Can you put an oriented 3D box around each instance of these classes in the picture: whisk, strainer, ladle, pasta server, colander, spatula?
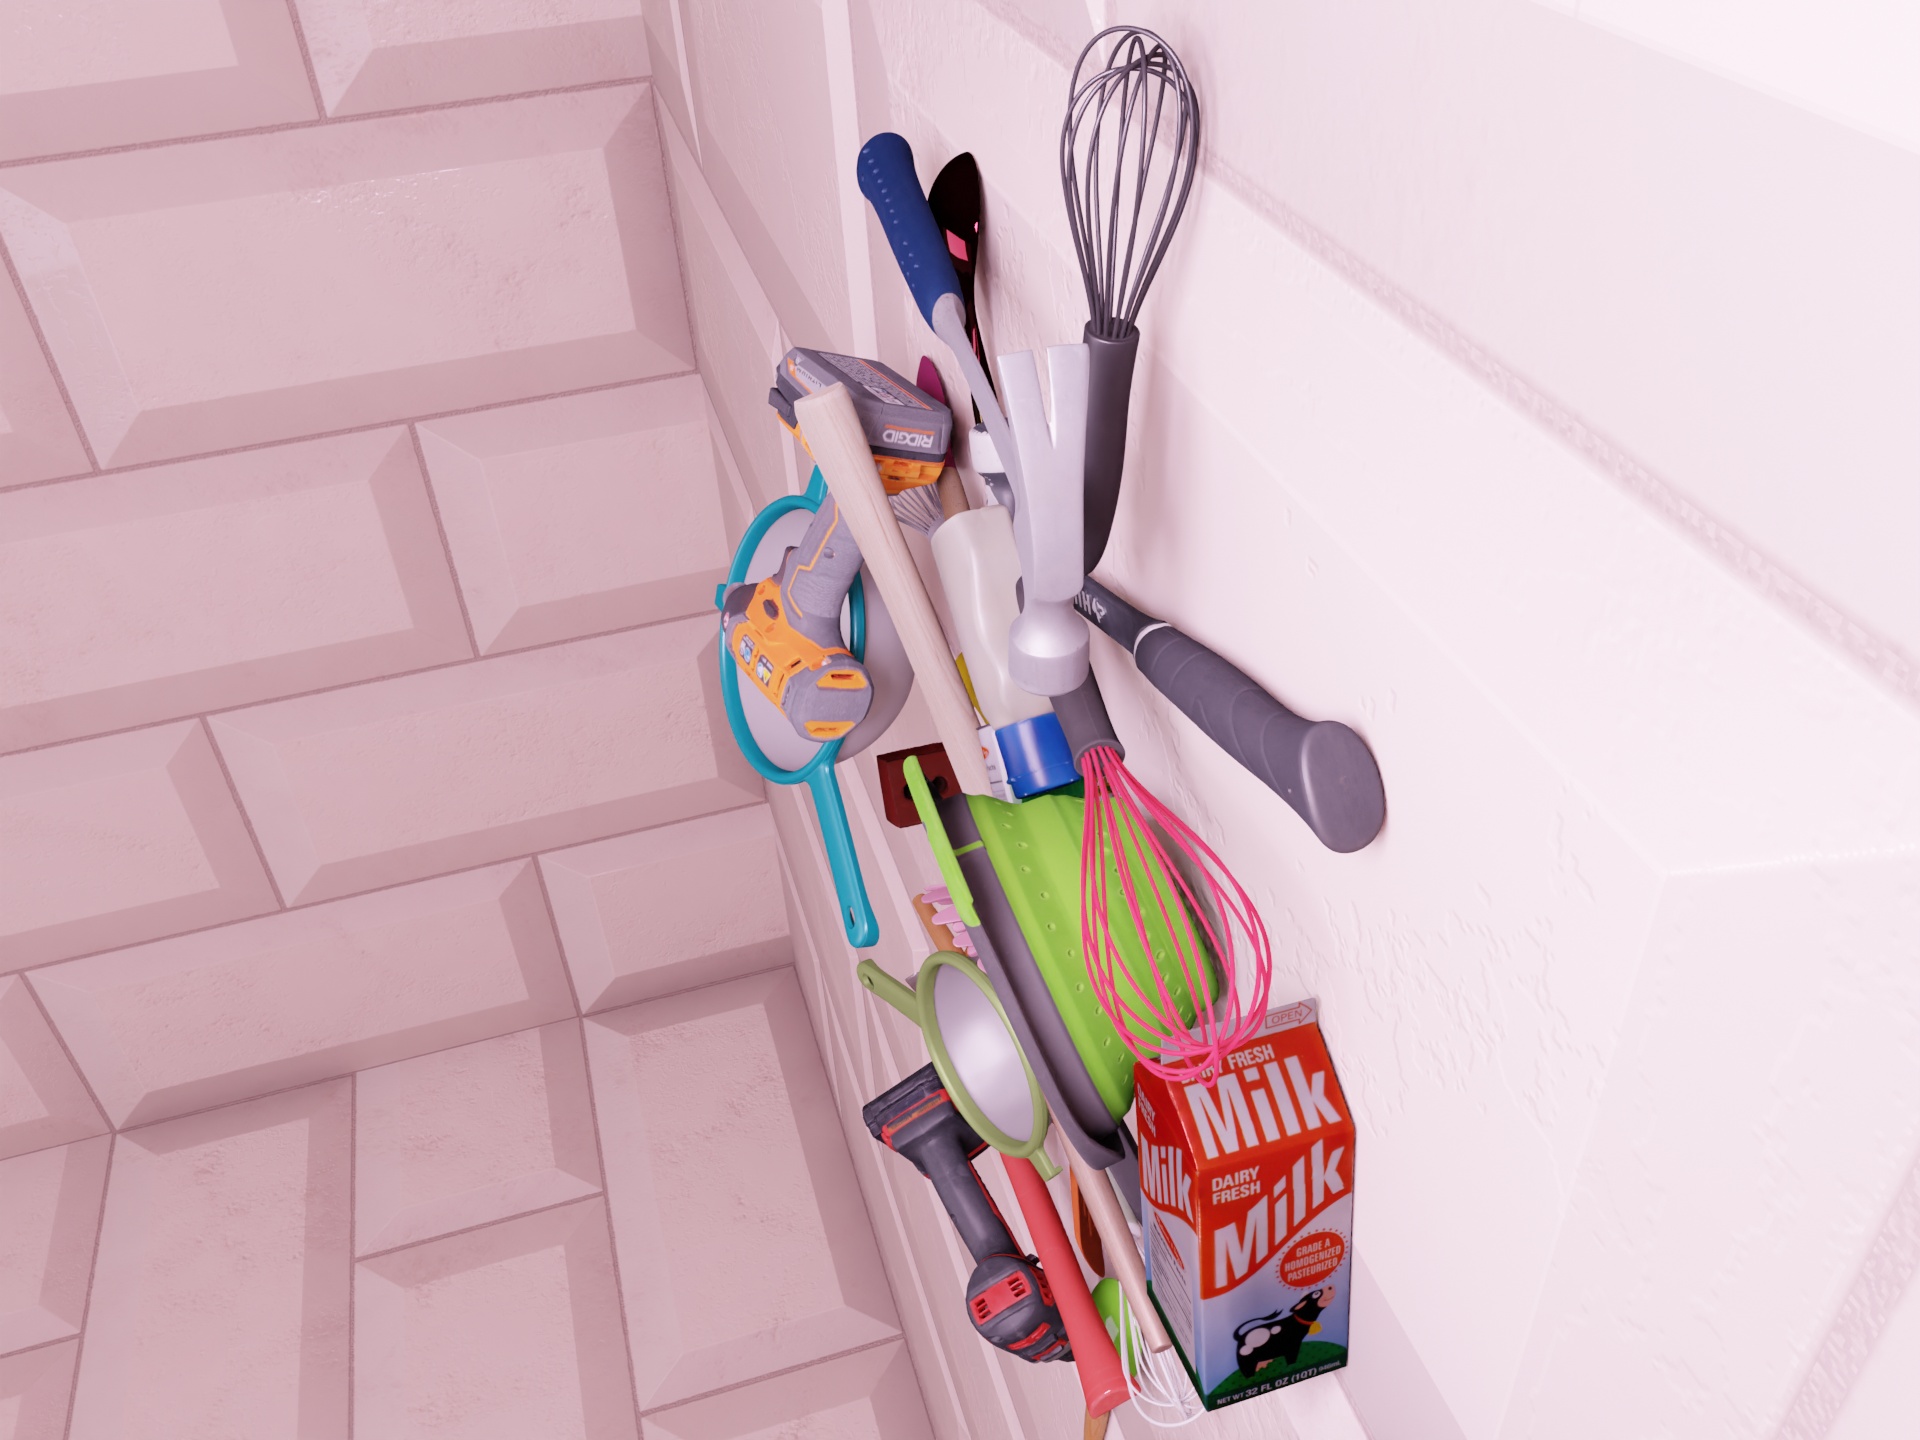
[{"bbox_3d":[0.058,-0.156,0.640,0.055,0.055,0.238,-114,22,-45],"label":"whisk"},{"bbox_3d":[-0.077,-0.001,1.158,0.211,0.095,0.341,-40,58,48],"label":"strainer"},{"bbox_3d":[-0.021,-0.137,1.086,0.285,0.070,0.070,-126,25,-53],"label":"whisk"},{"bbox_3d":[0.019,-0.166,0.930,0.069,0.031,0.315,-141,39,-71],"label":"ladle"},{"bbox_3d":[0.050,0.221,0.941,0.060,0.040,0.317,51,-168,-54],"label":"pasta server"},{"bbox_3d":[0.104,0.332,1.001,0.057,0.059,0.247,52,-171,-33],"label":"whisk"},{"bbox_3d":[0.089,0.158,0.825,0.205,0.094,0.396,-114,-2,-48],"label":"colander"},{"bbox_3d":[0.033,0.255,1.176,0.323,0.041,0.080,56,177,35],"label":"spatula"},{"bbox_3d":[0.066,0.030,0.687,0.296,0.073,0.073,-107,11,-45],"label":"whisk"},{"bbox_3d":[0.009,0.210,1.143,0.256,0.069,0.151,19,125,58],"label":"strainer"}]

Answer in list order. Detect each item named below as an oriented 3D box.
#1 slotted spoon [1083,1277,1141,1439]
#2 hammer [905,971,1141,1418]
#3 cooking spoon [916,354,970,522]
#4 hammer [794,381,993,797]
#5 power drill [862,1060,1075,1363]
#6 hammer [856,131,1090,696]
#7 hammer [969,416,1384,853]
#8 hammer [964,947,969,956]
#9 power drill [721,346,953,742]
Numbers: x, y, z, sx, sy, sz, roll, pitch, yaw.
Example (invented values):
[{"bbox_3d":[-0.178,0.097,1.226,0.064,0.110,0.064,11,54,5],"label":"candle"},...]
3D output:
[{"bbox_3d":[0.108,0.510,1.216,0.313,0.031,0.070,89,164,-49],"label":"slotted spoon"},{"bbox_3d":[0.047,0.334,1.154,0.149,0.036,0.359,56,-176,-36],"label":"hammer"},{"bbox_3d":[-0.005,-0.141,1.001,0.319,0.017,0.068,-104,9,-50],"label":"cooking spoon"},{"bbox_3d":[-0.002,-0.003,0.950,0.410,0.038,0.146,67,171,-19],"label":"hammer"},{"bbox_3d":[0.026,0.392,1.237,0.227,0.080,0.187,58,-177,36],"label":"power drill"},{"bbox_3d":[-0.002,-0.192,0.755,0.406,0.035,0.144,-107,12,-48],"label":"hammer"},{"bbox_3d":[0.082,-0.035,0.740,0.409,0.036,0.149,-128,27,-65],"label":"hammer"},{"bbox_3d":[0.018,0.173,1.269,0.336,0.034,0.127,102,152,-64],"label":"hammer"},{"bbox_3d":[-0.096,-0.121,1.041,0.164,0.084,0.226,43,123,46],"label":"power drill"}]
